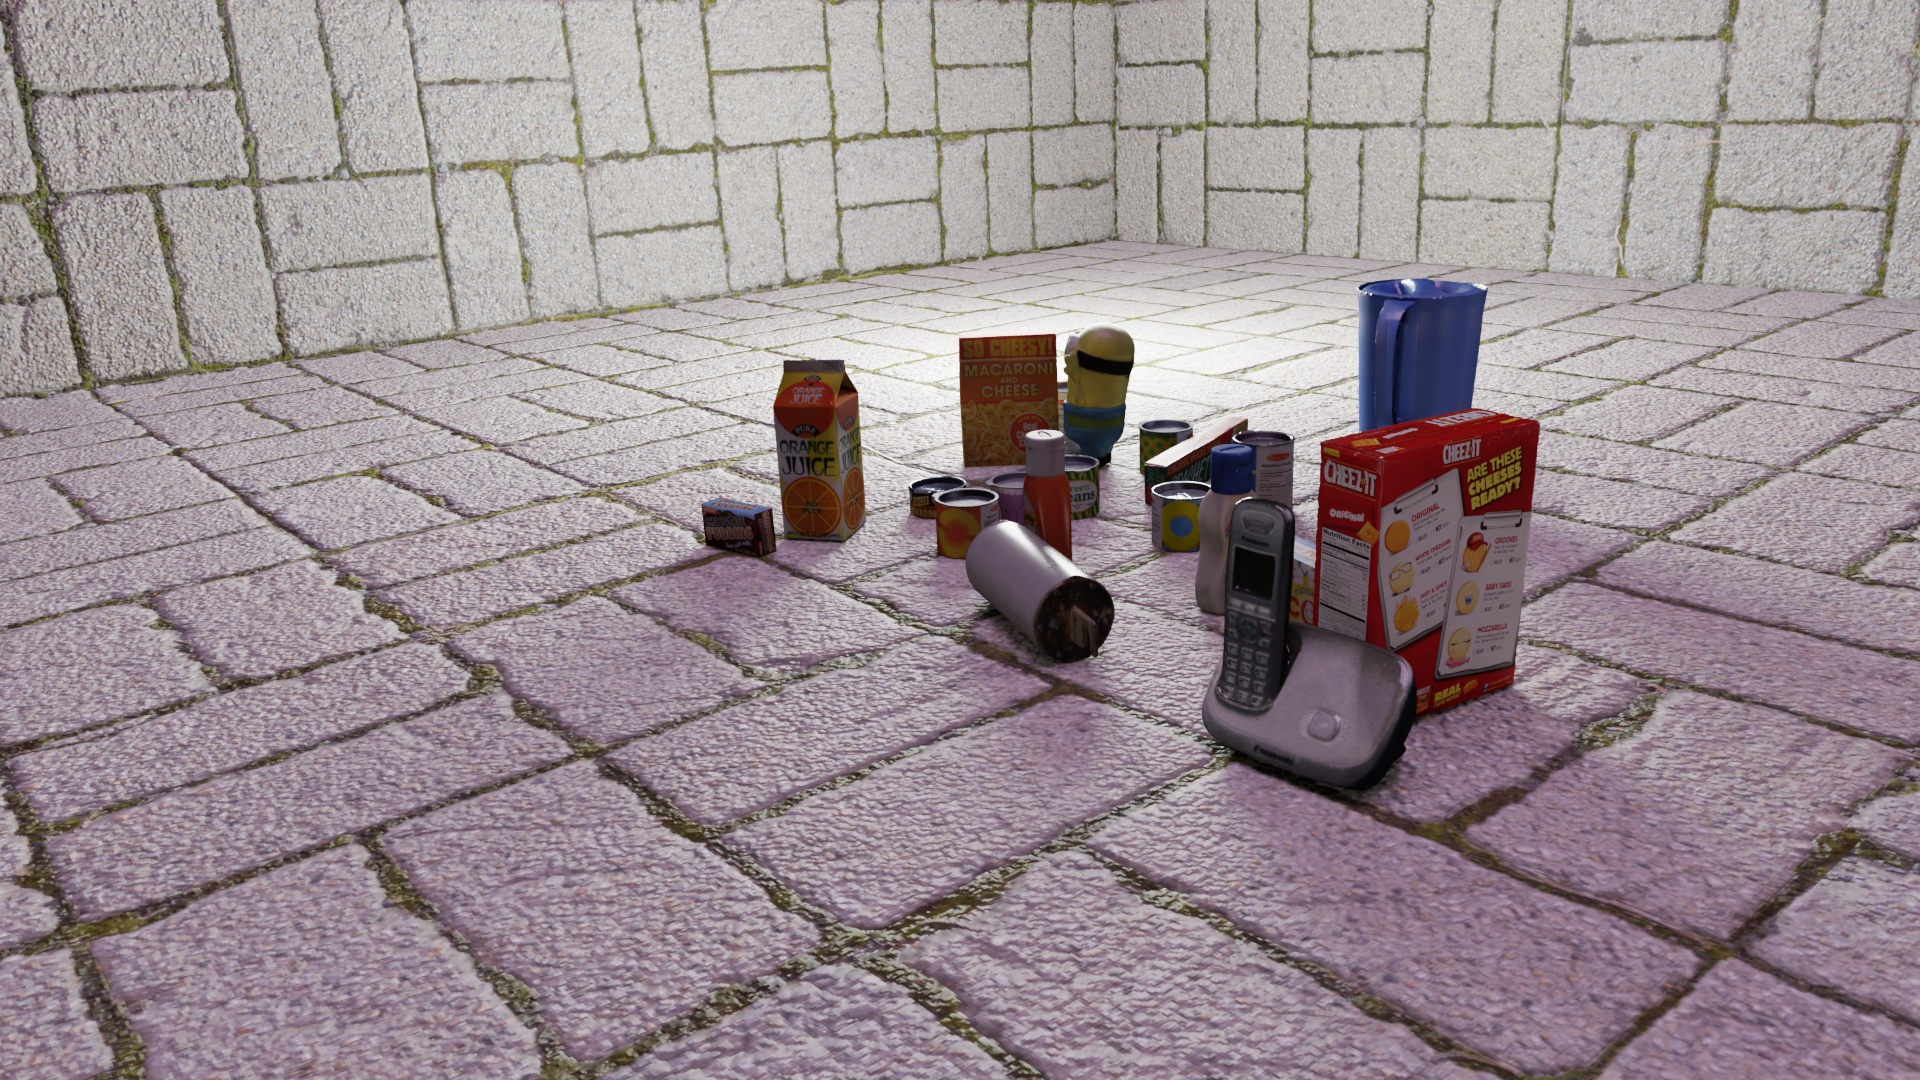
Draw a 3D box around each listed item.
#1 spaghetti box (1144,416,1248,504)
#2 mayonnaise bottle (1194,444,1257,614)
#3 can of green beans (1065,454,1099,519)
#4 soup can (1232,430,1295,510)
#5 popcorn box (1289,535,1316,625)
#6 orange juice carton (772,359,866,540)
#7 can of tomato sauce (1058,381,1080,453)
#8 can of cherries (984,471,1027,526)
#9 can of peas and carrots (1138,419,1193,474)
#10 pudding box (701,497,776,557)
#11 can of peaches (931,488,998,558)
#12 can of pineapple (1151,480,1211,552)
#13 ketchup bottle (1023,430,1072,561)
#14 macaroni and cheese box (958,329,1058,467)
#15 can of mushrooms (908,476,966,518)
[{"bbox_3d":[0.284,-0.097,1.655,0.028,0.050,0.251,9,21,31],"label":"spaghetti box"},{"bbox_3d":[0.242,-0.011,1.243,0.065,0.147,0.041,-13,20,-29],"label":"mayonnaise bottle"},{"bbox_3d":[0.123,-0.060,1.551,0.071,0.057,0.071,-2,18,1],"label":"can of green beans"},{"bbox_3d":[0.331,-0.073,1.525,0.071,0.083,0.071,-2,18,1],"label":"soup can"},{"bbox_3d":[0.293,0.052,1.148,0.038,0.085,0.127,-10,19,-21],"label":"popcorn box"},{"bbox_3d":[-0.152,-0.101,1.498,0.072,0.192,0.073,3,19,16],"label":"orange juice carton"},{"bbox_3d":[0.144,-0.162,1.821,0.071,0.082,0.071,-2,18,1],"label":"can of tomato sauce"},{"bbox_3d":[0.062,-0.038,1.493,0.071,0.058,0.072,-2,18,1],"label":"can of cherries"},{"bbox_3d":[0.249,-0.113,1.695,0.071,0.058,0.071,-2,18,1],"label":"can of peas and carrots"},{"bbox_3d":[-0.236,-0.015,1.476,0.084,0.049,0.030,12,23,37],"label":"pudding box"},{"bbox_3d":[0.005,-0.018,1.441,0.071,0.058,0.071,-2,18,1],"label":"can of peaches"},{"bbox_3d":[0.232,-0.025,1.432,0.071,0.057,0.071,-2,18,1],"label":"can of pineapple"},{"bbox_3d":[0.083,-0.029,1.319,0.043,0.148,0.065,-7,18,-13],"label":"ketchup bottle"},{"bbox_3d":[0.061,-0.179,1.750,0.124,0.165,0.040,-2,18,0],"label":"macaroni and cheese box"},{"bbox_3d":[-0.027,-0.049,1.576,0.071,0.033,0.071,-2,18,1],"label":"can of mushrooms"}]
